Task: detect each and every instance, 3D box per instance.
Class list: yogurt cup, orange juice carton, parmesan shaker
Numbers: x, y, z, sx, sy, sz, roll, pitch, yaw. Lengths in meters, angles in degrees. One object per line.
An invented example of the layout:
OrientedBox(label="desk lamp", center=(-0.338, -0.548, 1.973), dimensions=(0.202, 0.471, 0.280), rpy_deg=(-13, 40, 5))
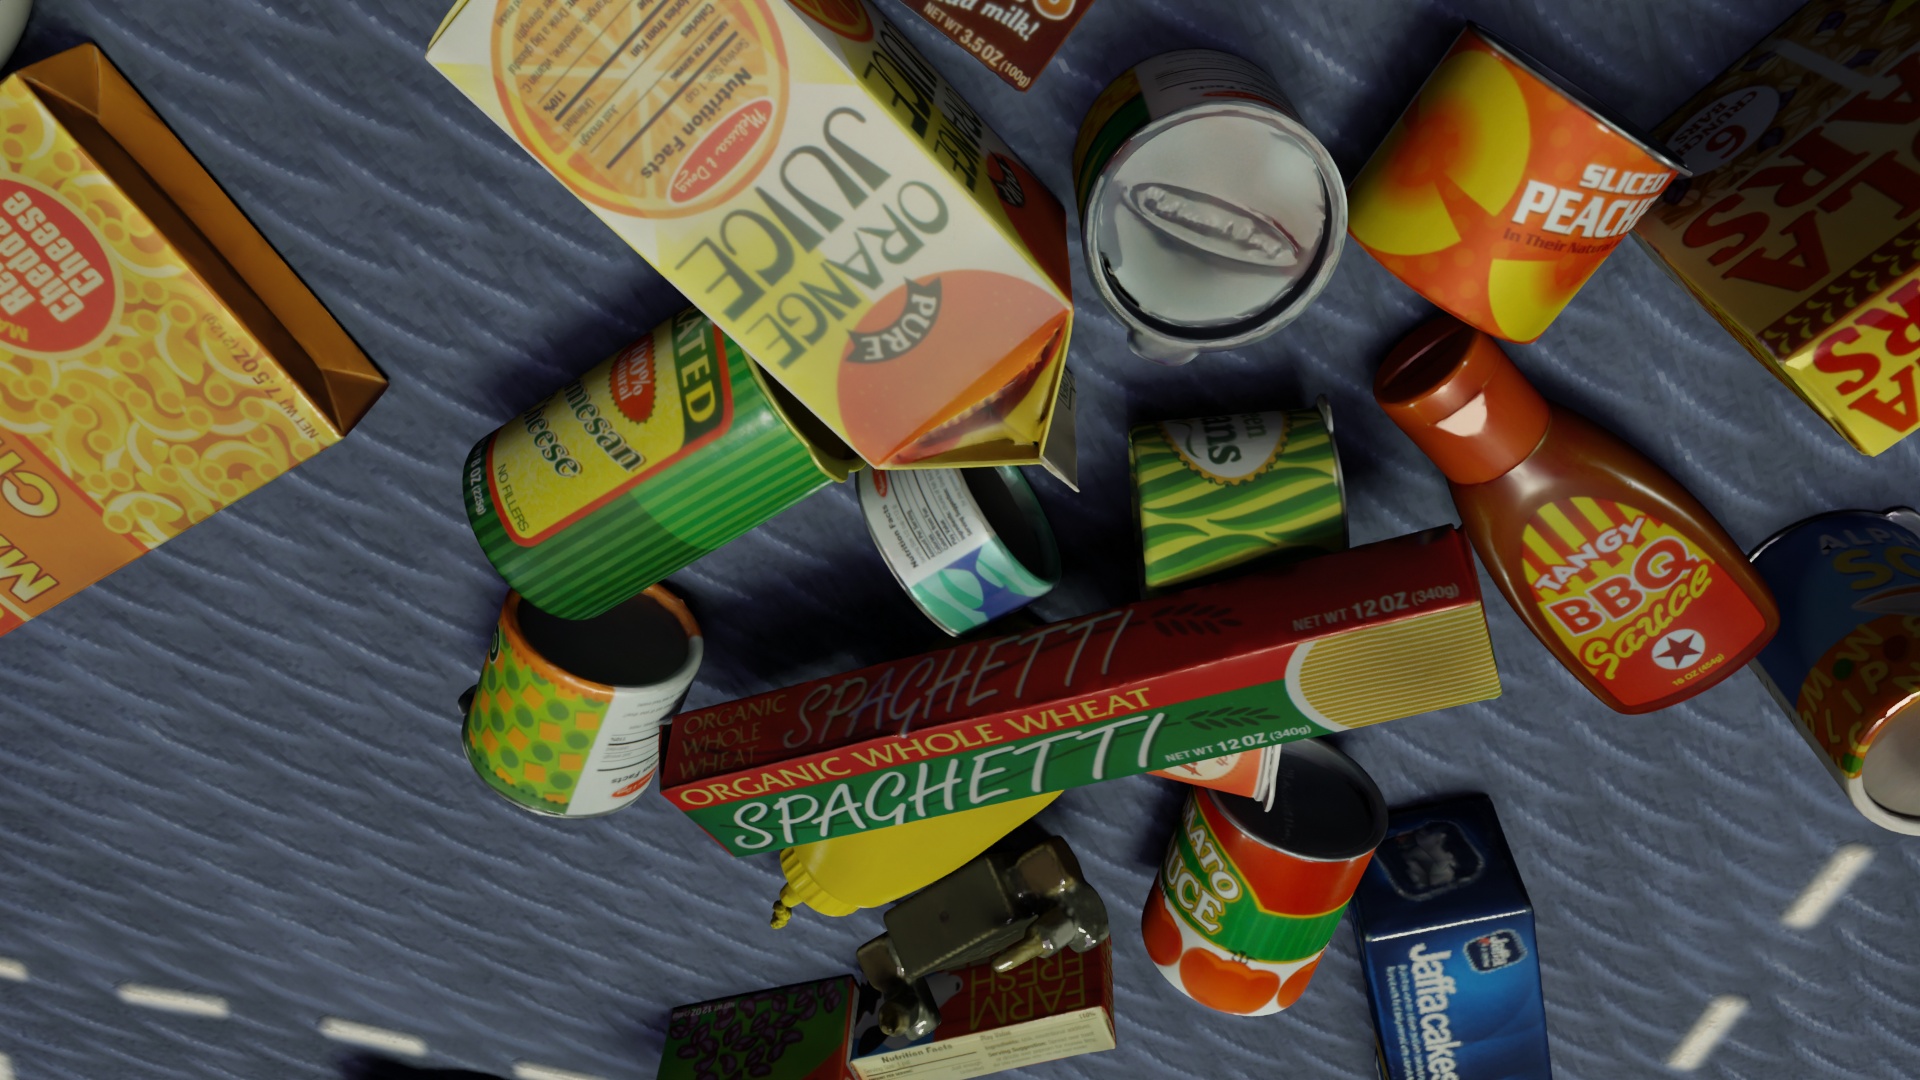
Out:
OrientedBox(label="yogurt cup", center=(0.077, 0.049, 0.460), dimensions=(0.054, 0.073, 0.072), rpy_deg=(5, 123, 8))
OrientedBox(label="orange juice carton", center=(-0.032, -0.091, 0.368), dimensions=(0.073, 0.072, 0.192), rpy_deg=(-38, 114, 23))
OrientedBox(label="parmesan shaker", center=(-0.087, -0.024, 0.411), dimensions=(0.103, 0.072, 0.071), rpy_deg=(-28, 117, 18))

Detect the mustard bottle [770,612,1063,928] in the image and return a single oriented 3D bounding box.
OrientedBox(label="mustard bottle", center=(-0.021, 0.091, 0.496), dimensions=(0.065, 0.049, 0.159), rpy_deg=(40, 116, -14))

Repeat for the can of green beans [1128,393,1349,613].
OrientedBox(label="can of green beans", center=(0.083, -0.006, 0.422), dimensions=(0.058, 0.071, 0.071), rpy_deg=(-5, 122, 5))

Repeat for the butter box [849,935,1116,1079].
OrientedBox(label="butter box", center=(0.010, 0.183, 0.551), dimensions=(0.103, 0.053, 0.024), rpy_deg=(-16, 118, 11))

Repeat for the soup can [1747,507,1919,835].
OrientedBox(label="soup can", center=(0.293, 0.038, 0.434), dimensions=(0.071, 0.084, 0.071), rpy_deg=(1, 122, 1))

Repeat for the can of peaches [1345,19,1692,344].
OrientedBox(label="can of peaches", center=(0.143, -0.092, 0.364), dimensions=(0.071, 0.071, 0.057), rpy_deg=(26, 120, -14))

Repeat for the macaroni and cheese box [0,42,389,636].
OrientedBox(label="macaroni and cheese box", center=(-0.282, -0.050, 0.419), dimensions=(0.166, 0.040, 0.123), rpy_deg=(-26, 117, 16))

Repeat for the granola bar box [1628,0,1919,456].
OrientedBox(label="granola bar box", center=(0.246, -0.108, 0.320), dimensions=(0.039, 0.125, 0.165), rpy_deg=(40, 115, -20))

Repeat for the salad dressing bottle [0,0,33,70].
OrientedBox(label="salad dressing bottle", center=(-0.310, -0.125, 0.371), dimensions=(0.147, 0.044, 0.064), rpy_deg=(-31, 116, 20))

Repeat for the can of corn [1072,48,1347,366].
OrientedBox(label="can of corn", center=(0.063, -0.090, 0.374), dimensions=(0.071, 0.058, 0.070), rpy_deg=(1, 122, 1))

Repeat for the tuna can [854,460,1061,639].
OrientedBox(label="tuna can", center=(0.002, -0.005, 0.426), dimensions=(0.032, 0.071, 0.071), rpy_deg=(-31, 116, 18))

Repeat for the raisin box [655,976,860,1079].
OrientedBox(label="raisin box", center=(-0.081, 0.240, 0.547), dimensions=(0.086, 0.124, 0.040), rpy_deg=(-13, 121, 9))

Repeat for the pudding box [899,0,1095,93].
OrientedBox(label="pudding box", center=(-0.002, -0.159, 0.349), dimensions=(0.083, 0.030, 0.049), rpy_deg=(32, 116, -18))

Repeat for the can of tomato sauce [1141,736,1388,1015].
OrientedBox(label="can of tomato sauce", center=(0.105, 0.118, 0.499), dimensions=(0.071, 0.071, 0.082), rpy_deg=(10, 123, -5))

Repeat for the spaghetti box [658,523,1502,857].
OrientedBox(label="spaghetti box", center=(0.028, 0.050, 0.413), dimensions=(0.250, 0.029, 0.050), rpy_deg=(-15, 137, 17))

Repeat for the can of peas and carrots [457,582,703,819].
OrientedBox(label="can of peas and carrots", center=(-0.127, 0.047, 0.462), dimensions=(0.071, 0.071, 0.058), rpy_deg=(21, 120, -11))

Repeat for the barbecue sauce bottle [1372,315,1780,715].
OrientedBox(label="barbecue sauce bottle", center=(0.187, -0.009, 0.431), dimensions=(0.148, 0.044, 0.064), rpy_deg=(40, 117, -21))
